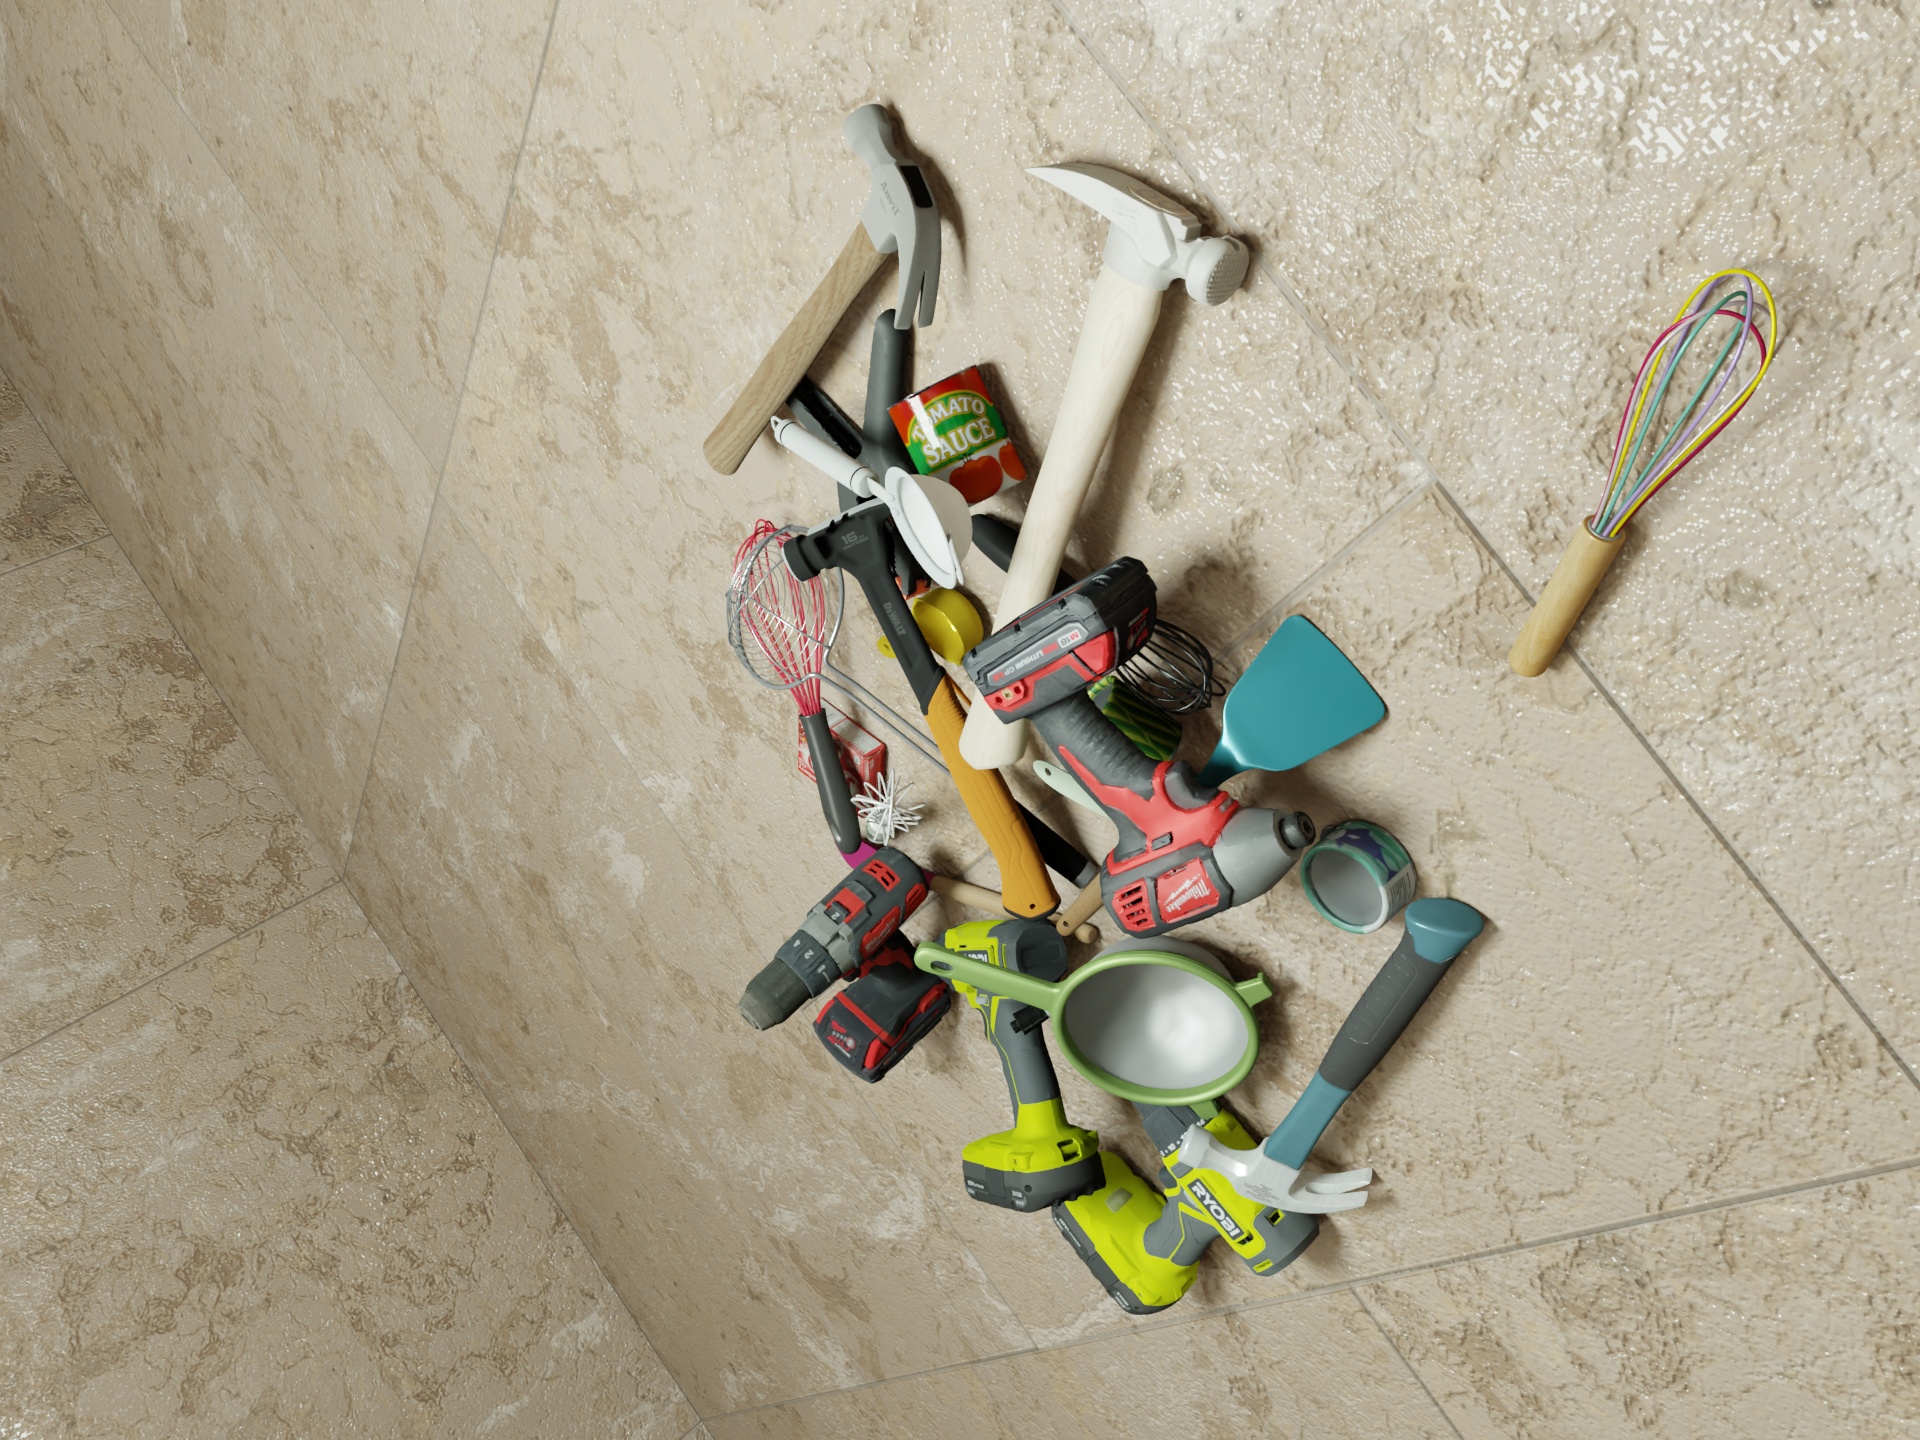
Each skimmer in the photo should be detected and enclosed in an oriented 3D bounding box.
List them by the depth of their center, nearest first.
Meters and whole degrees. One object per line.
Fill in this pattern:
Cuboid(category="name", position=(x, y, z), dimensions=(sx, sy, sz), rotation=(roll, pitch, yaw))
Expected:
Cuboid(category="skimmer", position=(-0.034, -0.005, 1.235), dimensions=(0.363, 0.090, 0.127), rotation=(39, 117, -3))

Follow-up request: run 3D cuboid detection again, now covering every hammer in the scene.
Cuboid(category="hammer", position=(0.053, -0.139, 1.009), dimensions=(0.146, 0.038, 0.410), rotation=(40, 132, 28))
Cuboid(category="hammer", position=(0.257, 0.231, 1.067), dimensions=(0.128, 0.033, 0.330), rotation=(24, 133, 7))
Cuboid(category="hammer", position=(-0.108, -0.270, 1.125), dimensions=(0.331, 0.031, 0.130), rotation=(-40, 71, 51))
Cuboid(category="hammer", position=(-0.002, -0.004, 1.161), dimensions=(0.127, 0.034, 0.336), rotation=(-22, 103, 18))

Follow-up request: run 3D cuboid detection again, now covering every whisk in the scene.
Cuboid(category="whisk", position=(0.317, -0.105, 0.756), dimensions=(0.047, 0.051, 0.244), rotation=(36, 143, 20))
Cuboid(category="whisk", position=(0.085, -0.077, 1.067), dimensions=(0.239, 0.055, 0.055), rotation=(41, 142, 32))
Cuboid(category="whisk", position=(-0.062, 0.080, 1.300), dimensions=(0.246, 0.058, 0.059), rotation=(117, 158, -80))
Cuboid(category="whisk", position=(-0.129, -0.025, 1.330), dimensions=(0.073, 0.073, 0.295), rotation=(3, 112, 50))

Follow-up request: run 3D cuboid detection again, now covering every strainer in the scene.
Cuboid(category="strainer", position=(-0.058, -0.159, 1.069), dimensions=(0.259, 0.050, 0.086), rotation=(37, 153, 41))
Cuboid(category="strainer", position=(0.095, 0.193, 1.171), dimensions=(0.256, 0.069, 0.151), rotation=(17, 127, 5))

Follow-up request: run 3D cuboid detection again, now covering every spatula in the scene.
Cuboid(category="spatula", position=(0.148, 0.059, 1.047), dimensions=(0.082, 0.044, 0.317), rotation=(49, 136, 12))

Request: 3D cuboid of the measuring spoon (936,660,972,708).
Cuboid(category="measuring spoon", position=(-0.024, -0.054, 1.199), dimensions=(0.117, 0.011, 0.021), rotation=(50, -177, -5))

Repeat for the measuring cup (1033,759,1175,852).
Cuboid(category="measuring cup", position=(0.122, 0.057, 1.128), dimensions=(0.168, 0.038, 0.083), rotation=(28, 135, 39))

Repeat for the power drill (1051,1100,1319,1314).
Cuboid(category="power drill", position=(0.164, 0.376, 1.286), dimensions=(0.191, 0.080, 0.228), rotation=(49, 142, 13))

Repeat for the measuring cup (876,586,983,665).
Cuboid(category="measuring cup", position=(-0.027, -0.070, 1.234), dimensions=(0.062, 0.029, 0.156), rotation=(56, 159, -10))

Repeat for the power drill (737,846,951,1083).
Cuboid(category="power drill", position=(-0.097, 0.228, 1.372), dimensions=(0.080, 0.188, 0.226), rotation=(36, 156, 28))

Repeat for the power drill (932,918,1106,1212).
Cuboid(category="power drill", position=(0.038, 0.274, 1.300), dimensions=(0.171, 0.080, 0.223), rotation=(-17, 83, 60))

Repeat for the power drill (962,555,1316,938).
Cuboid(category="power drill", position=(0.112, 0.021, 0.967), dimensions=(0.143, 0.078, 0.219), rotation=(-27, 97, 38))

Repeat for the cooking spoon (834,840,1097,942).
Cuboid(category="cooking spoon", position=(-0.003, 0.146, 1.367), dimensions=(0.319, 0.017, 0.068), rotation=(13, 139, 46))
